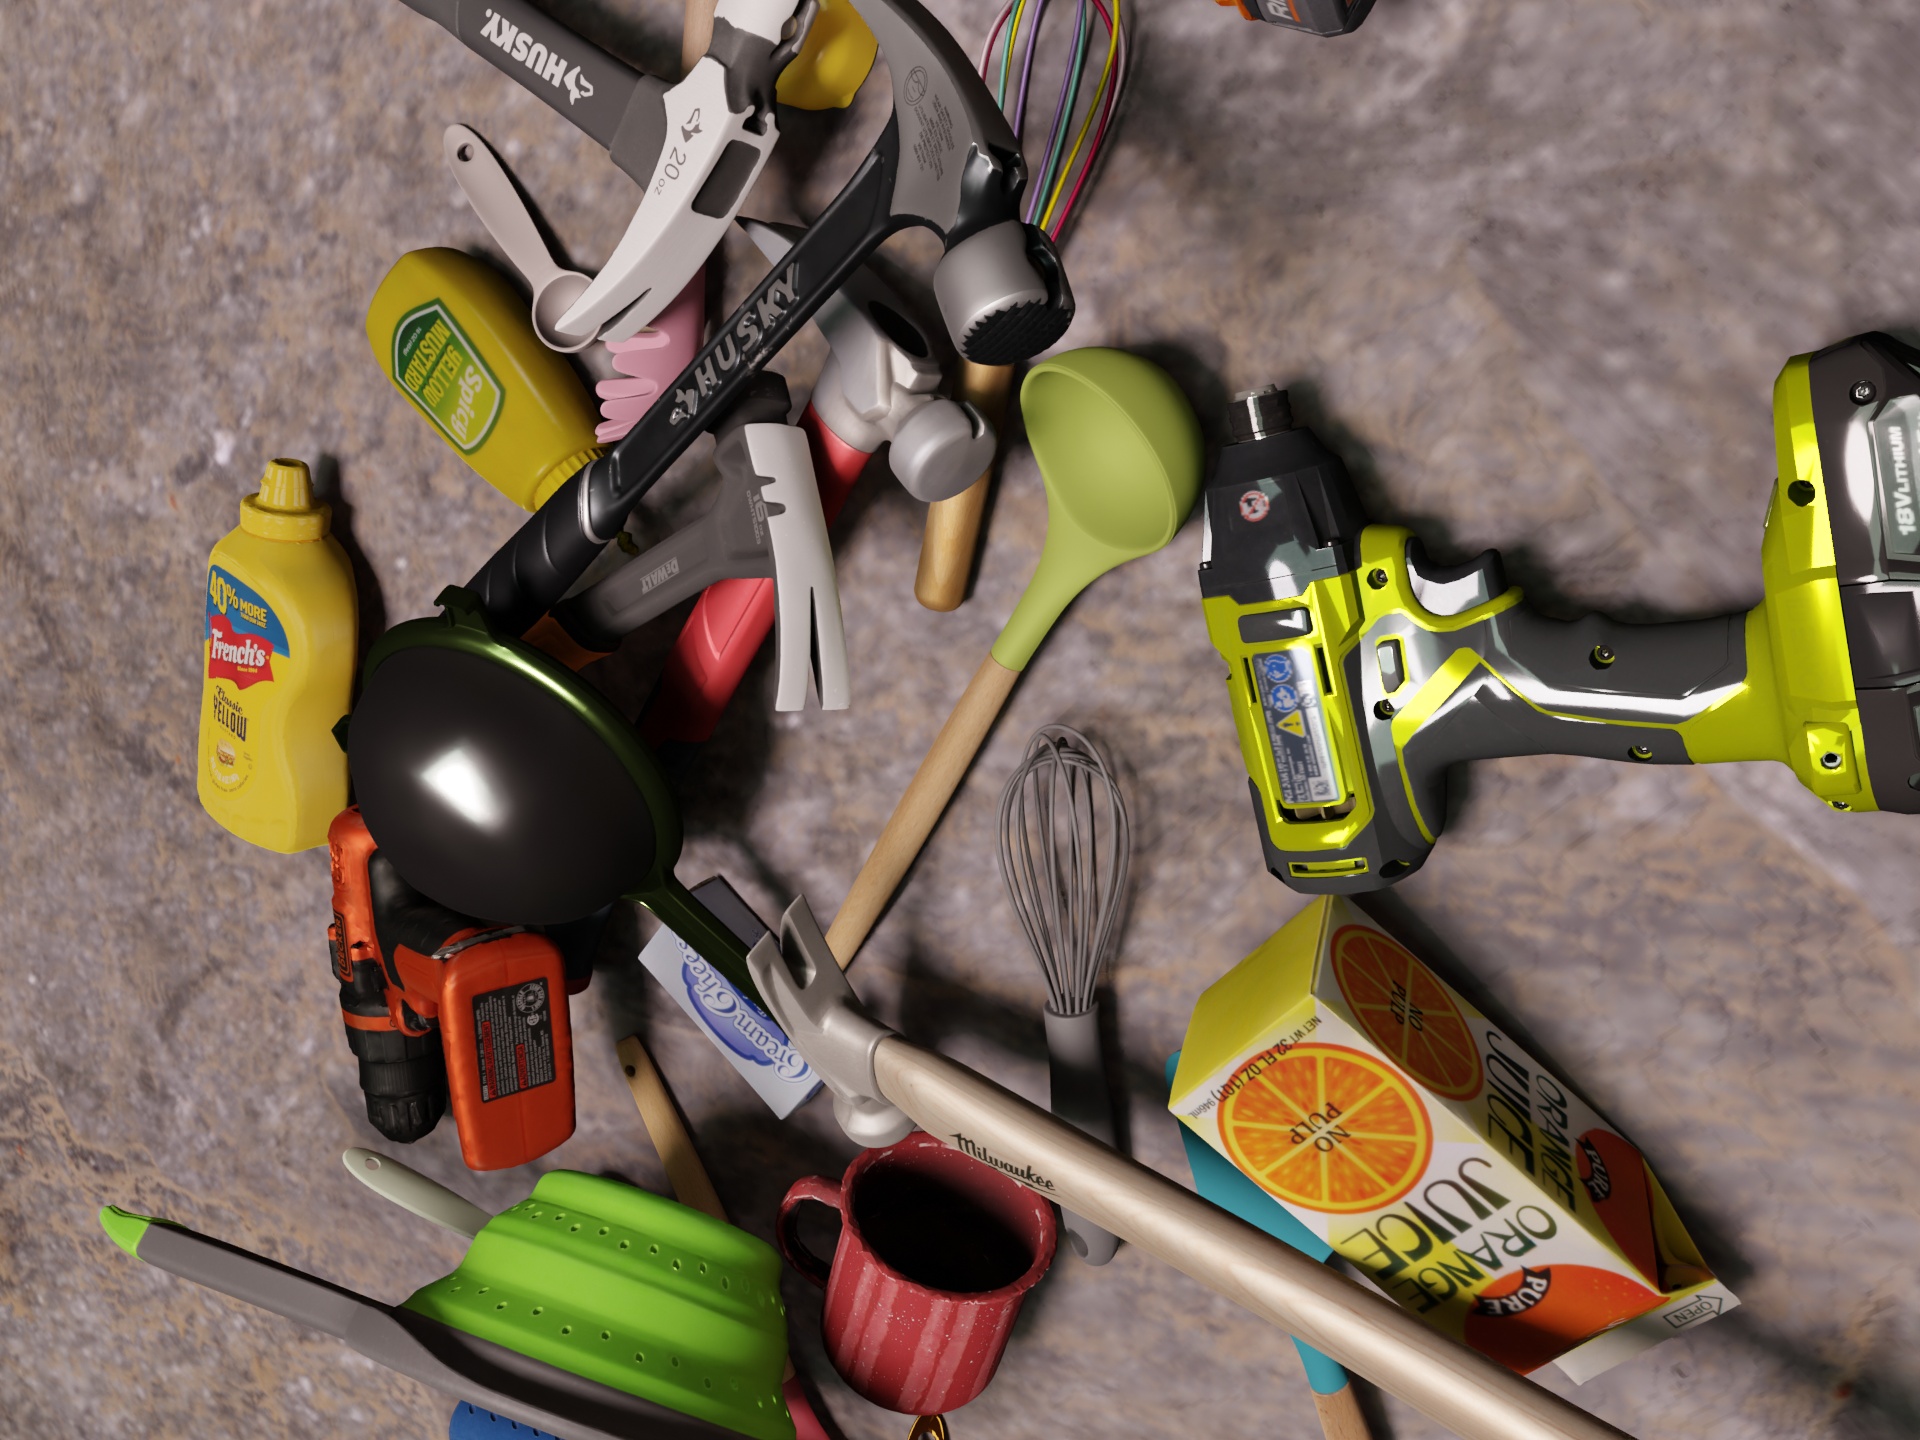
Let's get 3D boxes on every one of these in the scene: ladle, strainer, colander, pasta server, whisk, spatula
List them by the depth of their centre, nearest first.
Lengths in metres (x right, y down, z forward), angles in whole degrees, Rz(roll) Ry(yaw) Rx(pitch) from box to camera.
[{"bbox_3d":[0.016,-0.152,0.578,0.047,0.051,0.244,20,116,16],"label":"whisk"},{"bbox_3d":[-0.107,-0.263,0.616,0.040,0.060,0.316,4,109,-16],"label":"pasta server"},{"bbox_3d":[-0.001,-0.002,0.622,0.078,0.062,0.320,44,123,23],"label":"ladle"},{"bbox_3d":[0.159,0.278,0.634,0.082,0.044,0.317,-14,102,29],"label":"spatula"},{"bbox_3d":[0.047,0.116,0.636,0.055,0.055,0.239,4,110,28],"label":"whisk"},{"bbox_3d":[-0.154,0.072,0.645,0.256,0.069,0.151,44,139,-13],"label":"strainer"},{"bbox_3d":[-0.214,0.238,0.698,0.397,0.204,0.094,9,63,24],"label":"colander"},{"bbox_3d":[-0.100,0.299,0.777,0.069,0.031,0.315,-25,89,18],"label":"ladle"}]

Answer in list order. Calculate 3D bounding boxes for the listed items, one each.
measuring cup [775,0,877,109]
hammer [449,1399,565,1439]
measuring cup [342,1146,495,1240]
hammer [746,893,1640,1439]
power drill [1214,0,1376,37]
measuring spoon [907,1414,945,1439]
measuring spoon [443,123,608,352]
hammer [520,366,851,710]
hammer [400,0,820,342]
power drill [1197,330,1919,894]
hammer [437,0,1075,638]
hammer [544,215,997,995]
[{"bbox_3d":[-0.023,-0.276,0.570,0.156,0.029,0.062,-22,93,33],"label":"measuring cup"},{"bbox_3d":[-0.067,0.359,0.703,0.405,0.144,0.035,2,100,27],"label":"hammer"},{"bbox_3d":[-0.218,0.240,0.773,0.167,0.083,0.038,32,116,-12],"label":"measuring cup"},{"bbox_3d":[0.097,0.181,0.534,0.411,0.038,0.146,22,149,32],"label":"hammer"},{"bbox_3d":[0.047,-0.318,0.484,0.227,0.084,0.164,30,95,22],"label":"power drill"},{"bbox_3d":[-0.022,0.383,0.751,0.021,0.011,0.117,9,88,2],"label":"measuring spoon"},{"bbox_3d":[-0.189,-0.210,0.692,0.034,0.018,0.124,-36,78,12],"label":"measuring spoon"},{"bbox_3d":[-0.169,-0.025,0.677,0.337,0.034,0.127,-21,78,44],"label":"hammer"},{"bbox_3d":[-0.200,-0.282,0.631,0.335,0.035,0.146,40,113,25],"label":"hammer"},{"bbox_3d":[0.187,-0.038,0.498,0.223,0.080,0.171,-8,101,33],"label":"power drill"},{"bbox_3d":[-0.123,-0.095,0.578,0.409,0.036,0.149,-33,68,41],"label":"hammer"},{"bbox_3d":[-0.124,-0.021,0.682,0.143,0.038,0.386,53,127,25],"label":"hammer"}]
